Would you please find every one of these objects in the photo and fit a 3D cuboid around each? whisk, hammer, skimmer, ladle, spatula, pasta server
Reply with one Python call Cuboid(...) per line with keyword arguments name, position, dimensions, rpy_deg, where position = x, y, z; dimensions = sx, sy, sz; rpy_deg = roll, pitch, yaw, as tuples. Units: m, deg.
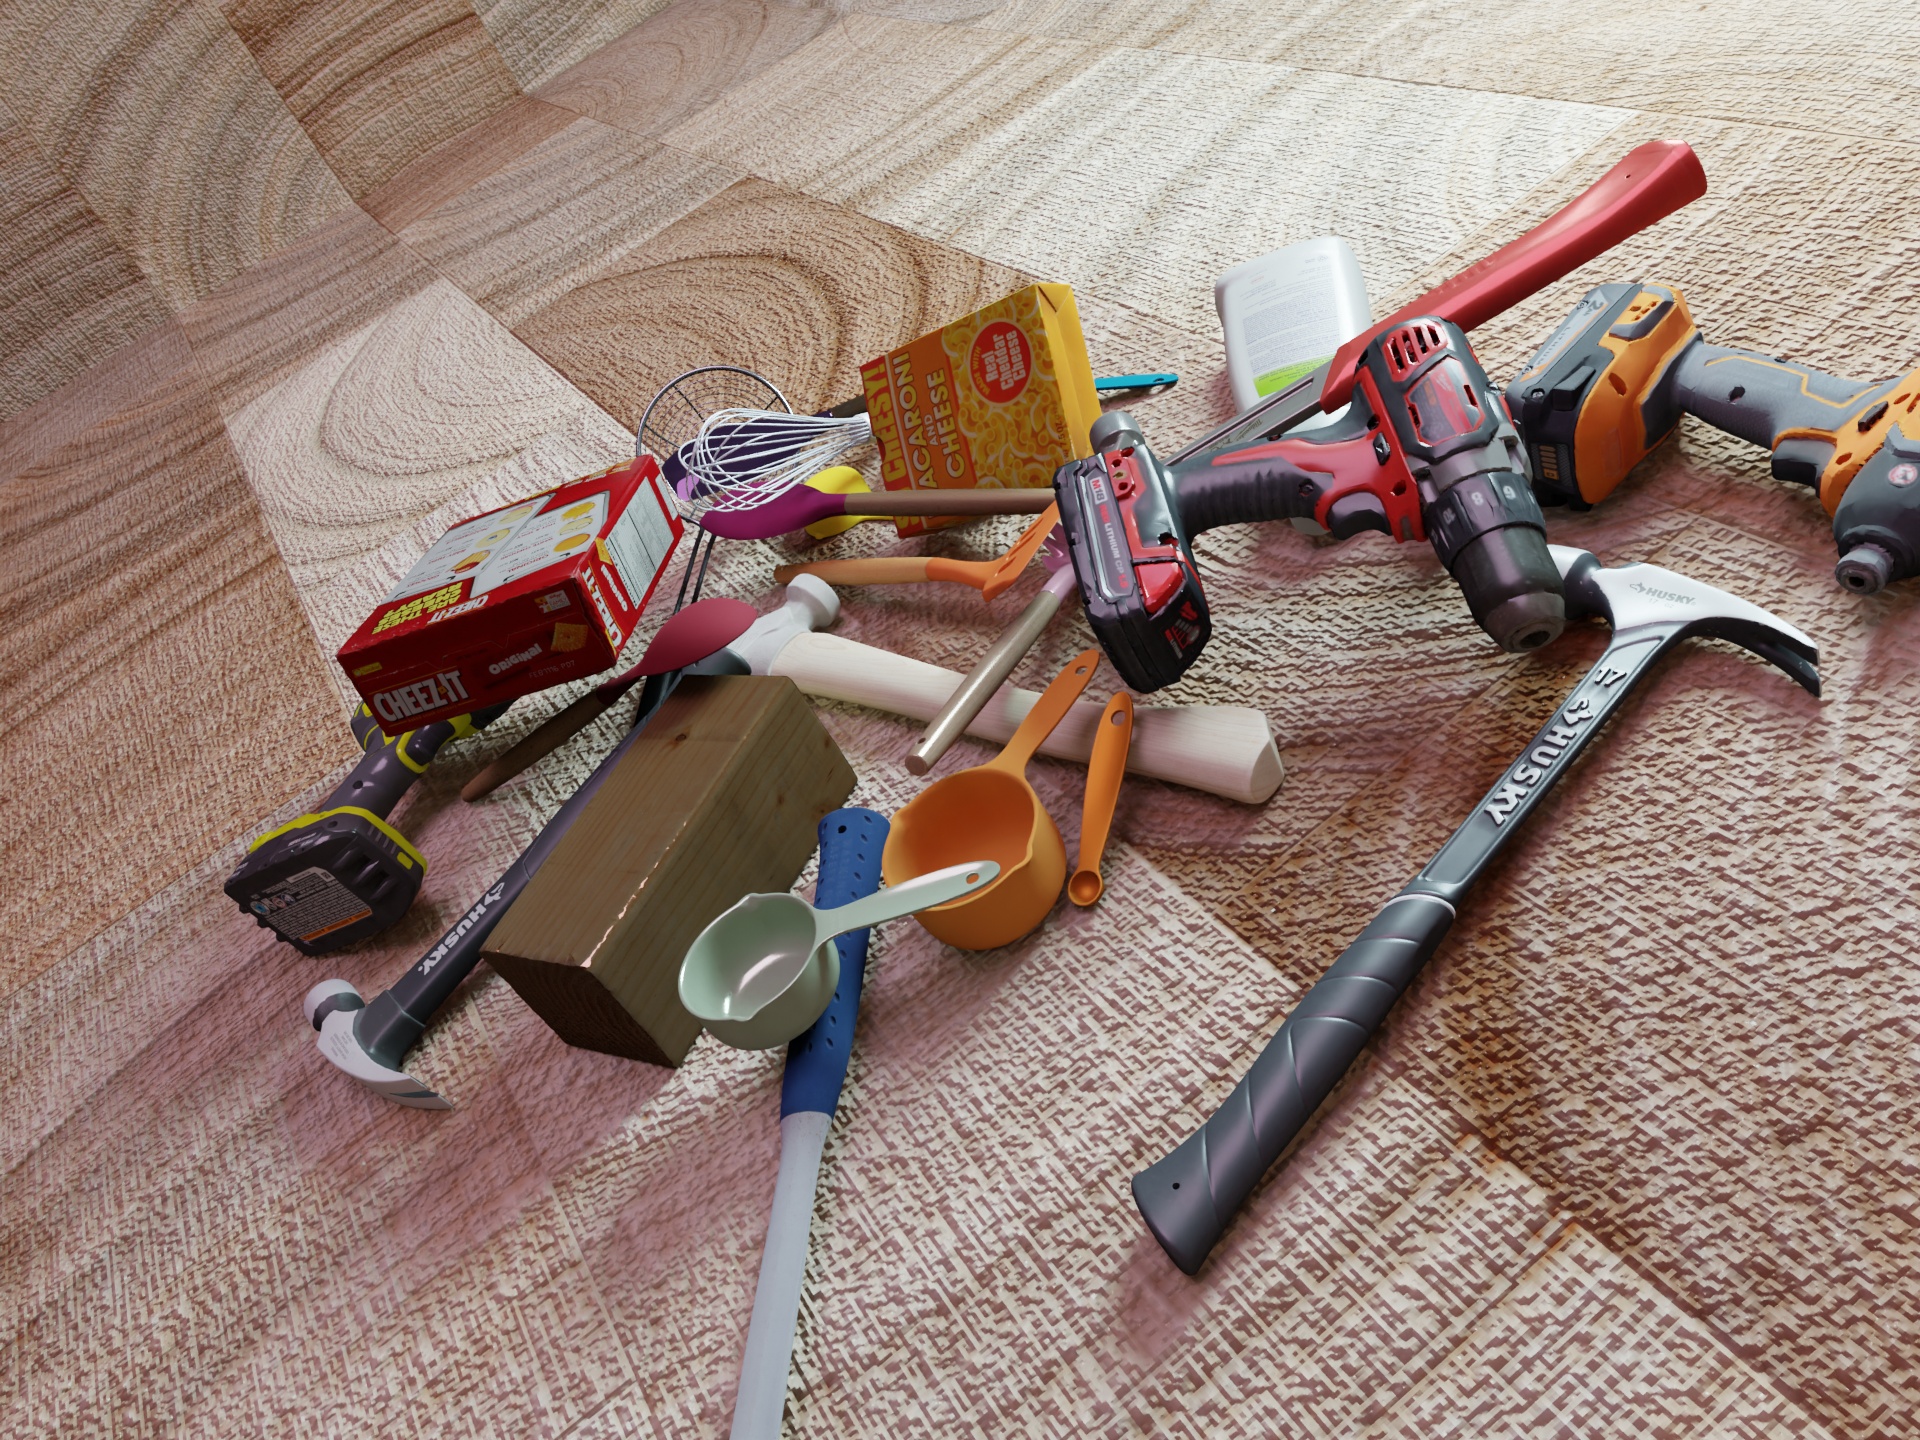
Cuboid(name="whisk", position=(-0.087, -0.198, 1.116), dimensions=(0.070, 0.070, 0.284), rpy_deg=(6, 21, 38))
Cuboid(name="hammer", position=(0.215, 0.073, 0.691), dimensions=(0.409, 0.036, 0.149), rpy_deg=(-45, 40, -19))
Cuboid(name="hammer", position=(-0.067, 0.194, 0.733), dimensions=(0.144, 0.035, 0.406), rpy_deg=(-15, 39, 19))
Cuboid(name="skimmer", position=(-0.195, -0.121, 1.142), dimensions=(0.127, 0.090, 0.364), rpy_deg=(6, 44, -1))
Cuboid(name="ladle", position=(-0.235, -0.006, 1.002), dimensions=(0.315, 0.031, 0.069), rpy_deg=(-29, 17, 40))
Cuboid(name="spatula", position=(-0.036, -0.103, 1.013), dimensions=(0.323, 0.041, 0.081), rpy_deg=(5, 54, 52))
Cuboid(name="hammer", position=(-0.001, -0.003, 0.921), dimensions=(0.411, 0.038, 0.146), rpy_deg=(14, 56, 42))
Cuboid(name="pasta server", position=(0.037, -0.062, 0.907), dimensions=(0.060, 0.040, 0.316), rpy_deg=(-17, 21, 34))
Cuboid(name="hammer", position=(0.245, -0.204, 0.890), dimensions=(0.359, 0.036, 0.149), rpy_deg=(-30, 46, 13))
Cuboid(name="spatula", position=(-0.076, -0.238, 1.202), dimensions=(0.316, 0.018, 0.060), rpy_deg=(-24, 59, -16))
Cuboid(name="hammer", position=(-0.245, 0.083, 0.951), dimensions=(0.335, 0.035, 0.146), rpy_deg=(-49, 40, -13))

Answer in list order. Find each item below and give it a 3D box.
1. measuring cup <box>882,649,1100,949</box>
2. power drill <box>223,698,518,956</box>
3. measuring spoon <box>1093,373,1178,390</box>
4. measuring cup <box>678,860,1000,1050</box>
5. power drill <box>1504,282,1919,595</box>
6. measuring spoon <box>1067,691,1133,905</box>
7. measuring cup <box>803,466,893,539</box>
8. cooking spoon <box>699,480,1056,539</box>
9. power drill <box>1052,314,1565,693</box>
Cuboid(name="measuring cup", position=(0.033, 0.042, 0.822), dimensions=(0.095, 0.052, 0.174), rpy_deg=(14, 59, 43))
Cuboid(name="power drill", position=(-0.379, 0.038, 1.071), dimensions=(0.171, 0.080, 0.223), rpy_deg=(-22, 34, 33))
Cuboid(name="measuring spoon", position=(0.095, -0.233, 1.148), dimensions=(0.128, 0.021, 0.042), rpy_deg=(-2, 31, 20))
Cuboid(name="measuring cup", position=(-0.053, 0.109, 0.764), dimensions=(0.167, 0.038, 0.083), rpy_deg=(-21, 37, 9))
Cuboid(name="power drill", position=(0.392, -0.139, 0.786), dimensions=(0.227, 0.084, 0.164), rpy_deg=(23, 61, 42))
Cuboid(name="measuring spoon", position=(0.074, 0.040, 0.810), dimensions=(0.021, 0.011, 0.117), rpy_deg=(-2, 65, 35))
Cuboid(name="measuring cup", position=(-0.057, -0.162, 1.147), dimensions=(0.156, 0.029, 0.062), rpy_deg=(4, 48, 39))
Cuboid(name="cooking spoon", position=(-0.053, -0.144, 1.054), dimensions=(0.319, 0.017, 0.069), rpy_deg=(5, 45, 36))
Cuboid(name="power drill", position=(0.175, -0.089, 0.797), dimensions=(0.226, 0.080, 0.188), rpy_deg=(-20, 58, 14))
